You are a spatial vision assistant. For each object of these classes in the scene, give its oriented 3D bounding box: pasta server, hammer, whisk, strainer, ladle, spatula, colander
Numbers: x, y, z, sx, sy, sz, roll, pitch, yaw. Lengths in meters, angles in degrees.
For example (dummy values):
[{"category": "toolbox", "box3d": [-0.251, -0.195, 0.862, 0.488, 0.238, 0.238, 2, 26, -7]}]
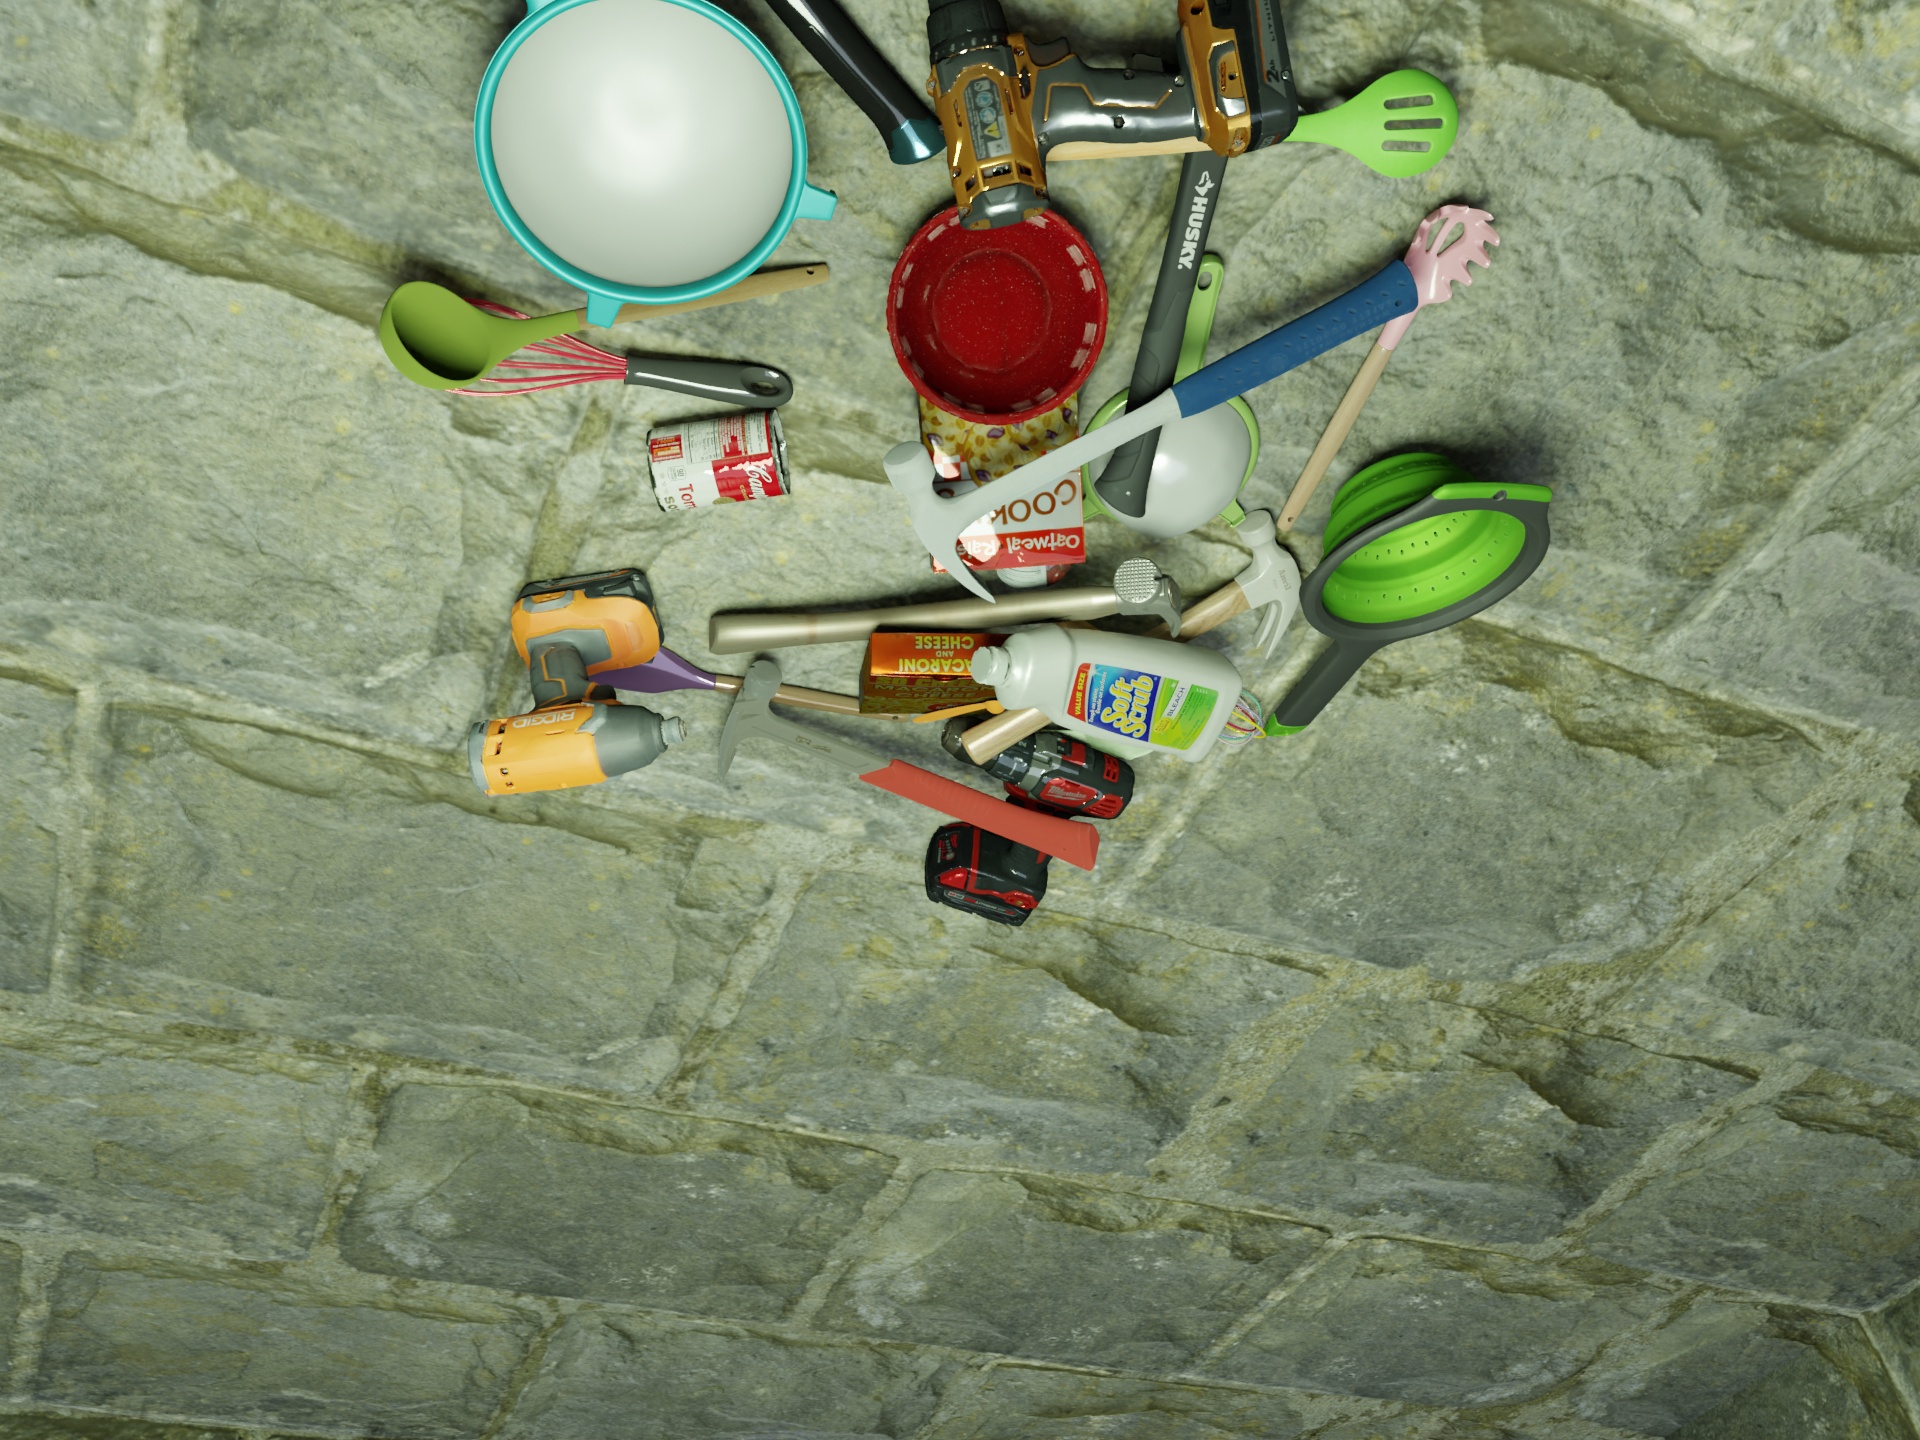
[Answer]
[{"category": "pasta server", "box3d": [0.326, -0.272, 1.266, 0.060, 0.040, 0.316, 15, 132, -11]}, {"category": "hammer", "box3d": [0.150, -0.225, 1.175, 0.405, 0.035, 0.143, -27, 129, 0]}, {"category": "whisk", "box3d": [-0.271, -0.266, 1.196, 0.295, 0.073, 0.073, 4, 133, -17]}, {"category": "hammer", "box3d": [0.151, -0.053, 1.411, 0.331, 0.031, 0.129, -30, 127, 6]}, {"category": "strainer", "box3d": [0.179, -0.238, 1.259, 0.151, 0.069, 0.256, 0, 135, -6]}, {"category": "strainer", "box3d": [-0.235, -0.434, 1.016, 0.211, 0.095, 0.340, -22, 130, 11]}, {"category": "ladle", "box3d": [-0.246, -0.295, 1.130, 0.320, 0.078, 0.062, -15, 170, -14]}, {"category": "hammer", "box3d": [-0.044, 0.064, 1.456, 0.359, 0.037, 0.149, 22, 135, -4]}, {"category": "spatula", "box3d": [-0.198, -0.032, 1.451, 0.315, 0.018, 0.059, 11, 125, -14]}, {"category": "hammer", "box3d": [-0.019, -0.085, 1.350, 0.410, 0.038, 0.146, -4, 169, 18]}, {"category": "hammer", "box3d": [-0.125, -0.484, 1.021, 0.128, 0.033, 0.330, -32, 129, 24]}, {"category": "colander", "box3d": [0.351, -0.115, 1.391, 0.204, 0.095, 0.396, -1, 150, -19]}, {"category": "whisk", "box3d": [0.190, -0.039, 1.469, 0.244, 0.047, 0.051, 28, 107, -24]}, {"category": "hammer", "box3d": [0.160, -0.306, 1.173, 0.146, 0.035, 0.334, 5, 120, -11]}]

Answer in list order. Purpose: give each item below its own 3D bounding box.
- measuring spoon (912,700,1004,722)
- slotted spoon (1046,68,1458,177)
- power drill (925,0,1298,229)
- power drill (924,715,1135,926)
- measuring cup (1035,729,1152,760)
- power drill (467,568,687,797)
[{"category": "measuring spoon", "box3d": [-0.002, -0.005, 1.427, 0.021, 0.011, 0.117, 8, 166, -43]}, {"category": "slotted spoon", "box3d": [0.190, -0.399, 1.085, 0.313, 0.031, 0.070, -5, 111, -2]}, {"category": "power drill", "box3d": [0.088, -0.433, 1.027, 0.226, 0.084, 0.185, -12, 98, 5]}, {"category": "power drill", "box3d": [0.039, 0.090, 1.533, 0.187, 0.080, 0.226, 19, 133, -15]}, {"category": "measuring cup", "box3d": [0.109, 0.001, 1.507, 0.167, 0.038, 0.083, -2, 142, 14]}, {"category": "power drill", "box3d": [-0.298, -0.031, 1.293, 0.164, 0.227, 0.084, -8, 128, 2]}]
